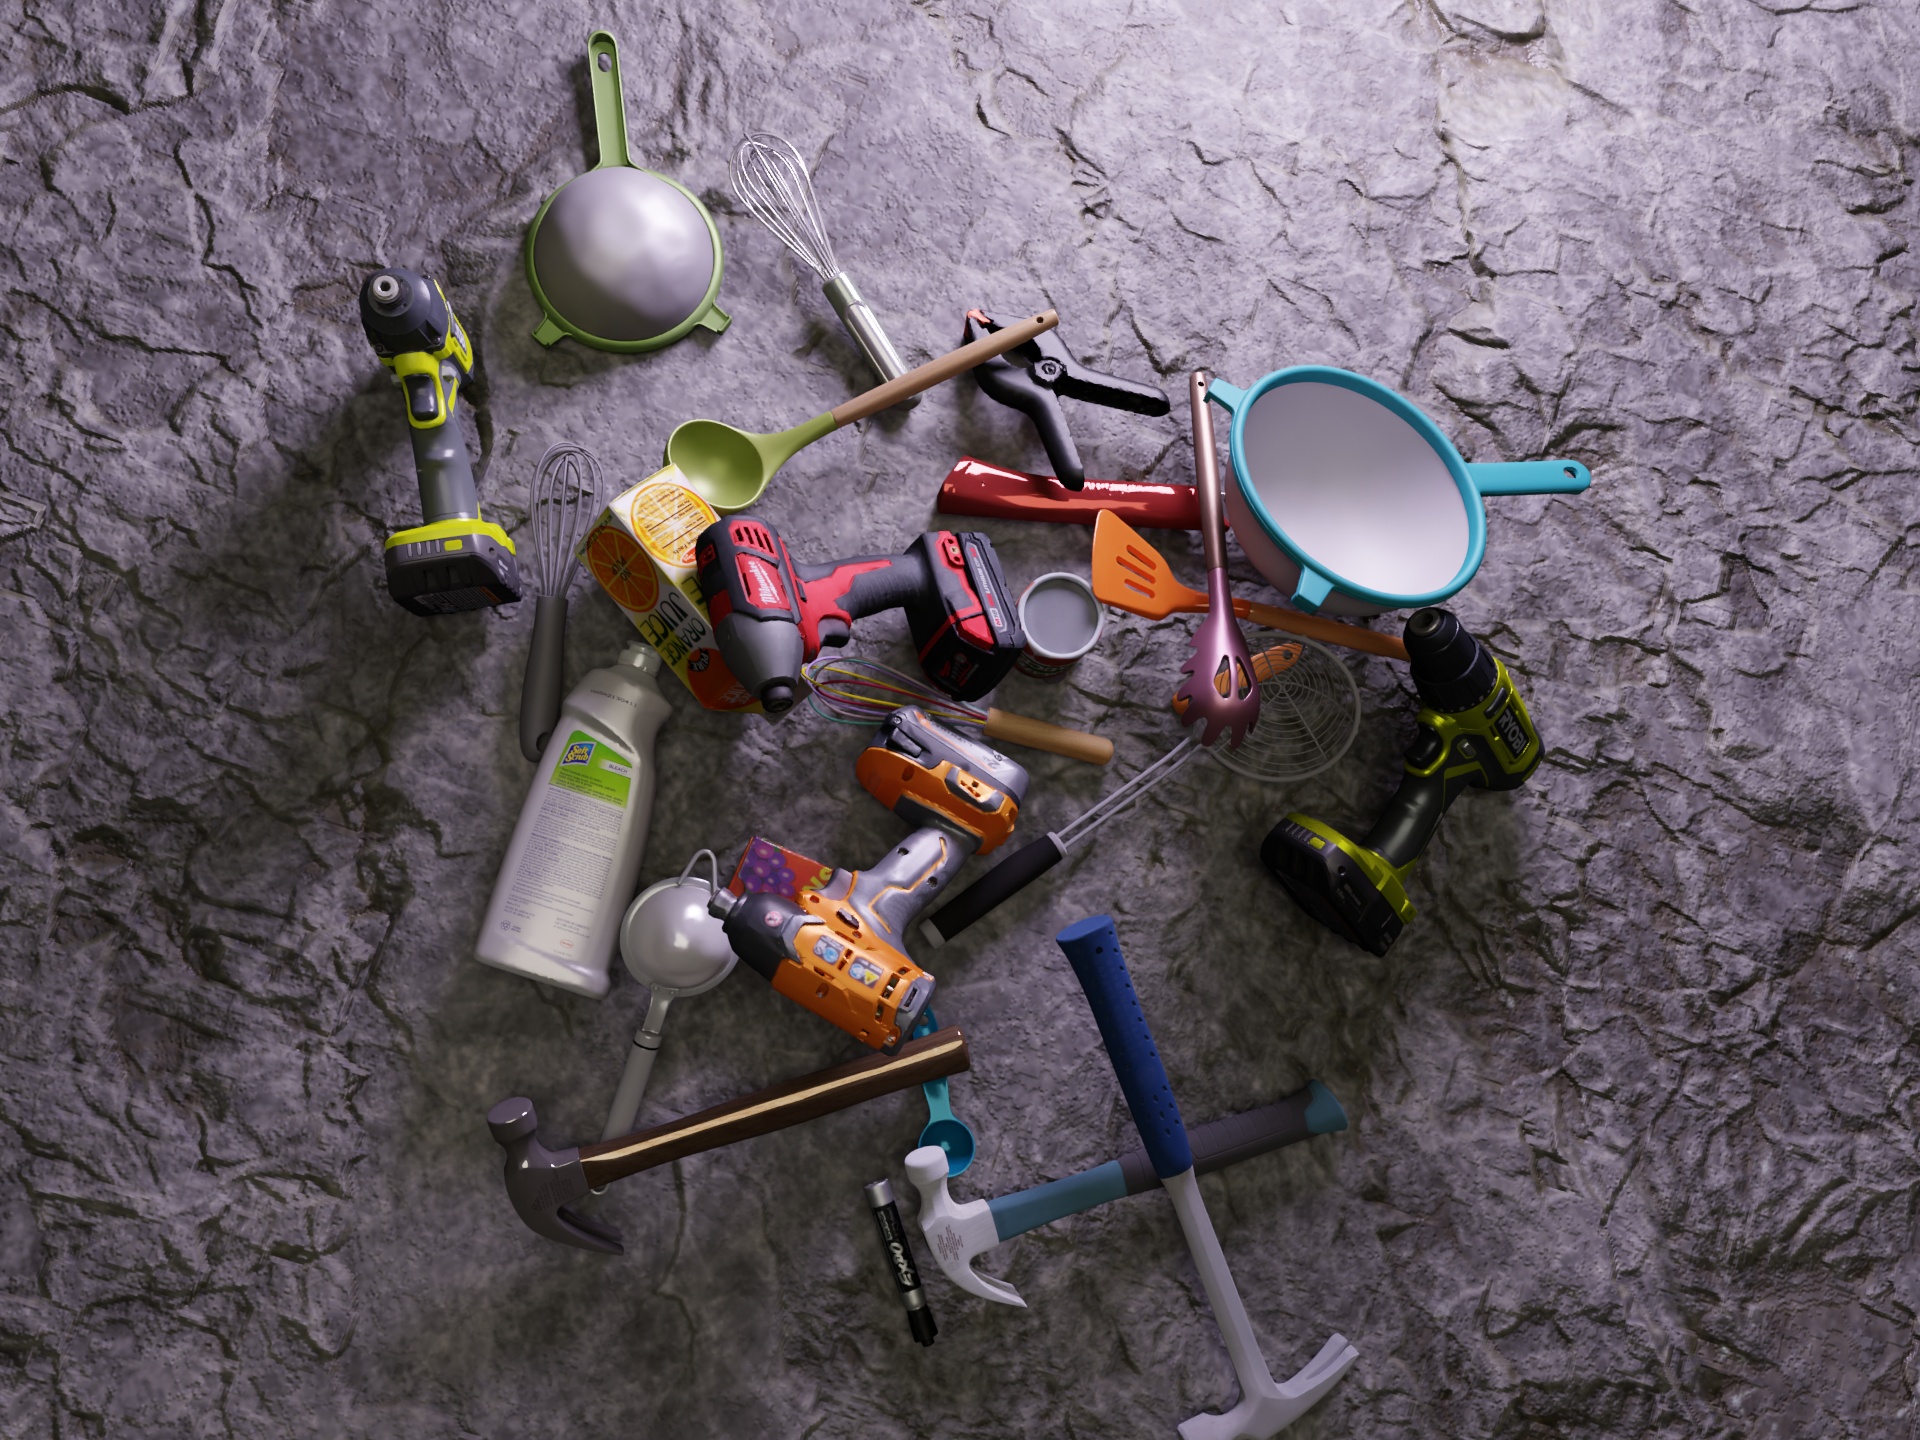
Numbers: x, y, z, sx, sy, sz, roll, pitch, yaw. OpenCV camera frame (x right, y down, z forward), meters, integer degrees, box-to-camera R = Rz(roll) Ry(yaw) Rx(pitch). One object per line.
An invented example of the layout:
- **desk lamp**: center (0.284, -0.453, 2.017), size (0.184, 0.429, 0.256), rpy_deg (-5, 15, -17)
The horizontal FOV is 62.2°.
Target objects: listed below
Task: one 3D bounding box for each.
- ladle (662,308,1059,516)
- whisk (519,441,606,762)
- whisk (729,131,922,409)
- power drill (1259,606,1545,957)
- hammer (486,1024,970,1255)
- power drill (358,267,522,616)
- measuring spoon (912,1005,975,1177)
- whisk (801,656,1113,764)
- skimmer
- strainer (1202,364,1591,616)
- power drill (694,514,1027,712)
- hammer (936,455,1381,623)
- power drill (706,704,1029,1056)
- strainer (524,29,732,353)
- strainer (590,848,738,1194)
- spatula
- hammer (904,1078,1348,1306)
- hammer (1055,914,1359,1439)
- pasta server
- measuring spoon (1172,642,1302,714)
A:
- **ladle**: center (-0.072, -0.241, 1.191), size (0.320, 0.062, 0.078), rpy_deg (-25, 80, -2)
- **whisk**: center (-0.298, -0.088, 1.171), size (0.055, 0.055, 0.239), rpy_deg (7, 87, -7)
- **whisk**: center (-0.101, -0.347, 1.229), size (0.058, 0.059, 0.246), rpy_deg (-33, 92, 2)
- **power drill**: center (0.328, 0.043, 1.179), size (0.228, 0.080, 0.190), rpy_deg (-51, 131, -7)
- **hammer**: center (-0.152, 0.283, 1.122), size (0.331, 0.031, 0.130), rpy_deg (-15, 110, -12)
- **power drill**: center (-0.370, -0.194, 1.112), size (0.080, 0.171, 0.223), rpy_deg (-10, 87, -8)
- **measuring spoon**: center (-0.019, 0.272, 1.175), size (0.042, 0.021, 0.129), rpy_deg (-9, 75, -8)
- **whisk**: center (-0.002, -0.003, 1.198), size (0.245, 0.047, 0.051), rpy_deg (15, 80, -9)
- **skimmer**: center (0.129, 0.063, 1.180), size (0.363, 0.090, 0.127), rpy_deg (-35, 106, -9)
- **strainer**: center (0.331, -0.160, 1.210), size (0.340, 0.095, 0.211), rpy_deg (-6, 65, -27)
- **power drill**: center (-0.071, -0.071, 1.121), size (0.219, 0.078, 0.143), rpy_deg (-1, 59, -32)
- **hammer**: center (0.161, -0.158, 1.243), size (0.359, 0.036, 0.149), rpy_deg (2, 82, -8)
- **power drill**: center (-0.063, 0.102, 1.119), size (0.164, 0.084, 0.227), rpy_deg (30, 58, 1)
- **strainer**: center (-0.261, -0.411, 1.203), size (0.151, 0.069, 0.256), rpy_deg (-6, 85, -8)
- **strainer**: center (-0.216, 0.217, 1.120), size (0.086, 0.050, 0.258), rpy_deg (17, 96, -16)
- **spatula**: center (0.245, -0.083, 1.216), size (0.322, 0.041, 0.081), rpy_deg (13, 62, -12)
- **hammer**: center (0.130, 0.330, 1.165), size (0.331, 0.033, 0.128), rpy_deg (-15, 98, -12)
- **hammer**: center (0.163, 0.329, 1.138), size (0.144, 0.035, 0.405), rpy_deg (-22, 98, -11)
- **pasta server**: center (0.187, -0.128, 1.186), size (0.060, 0.040, 0.316), rpy_deg (5, 61, -11)
- **measuring spoon**: center (0.219, -0.034, 1.245), size (0.117, 0.011, 0.021), rpy_deg (-24, 86, -10)
